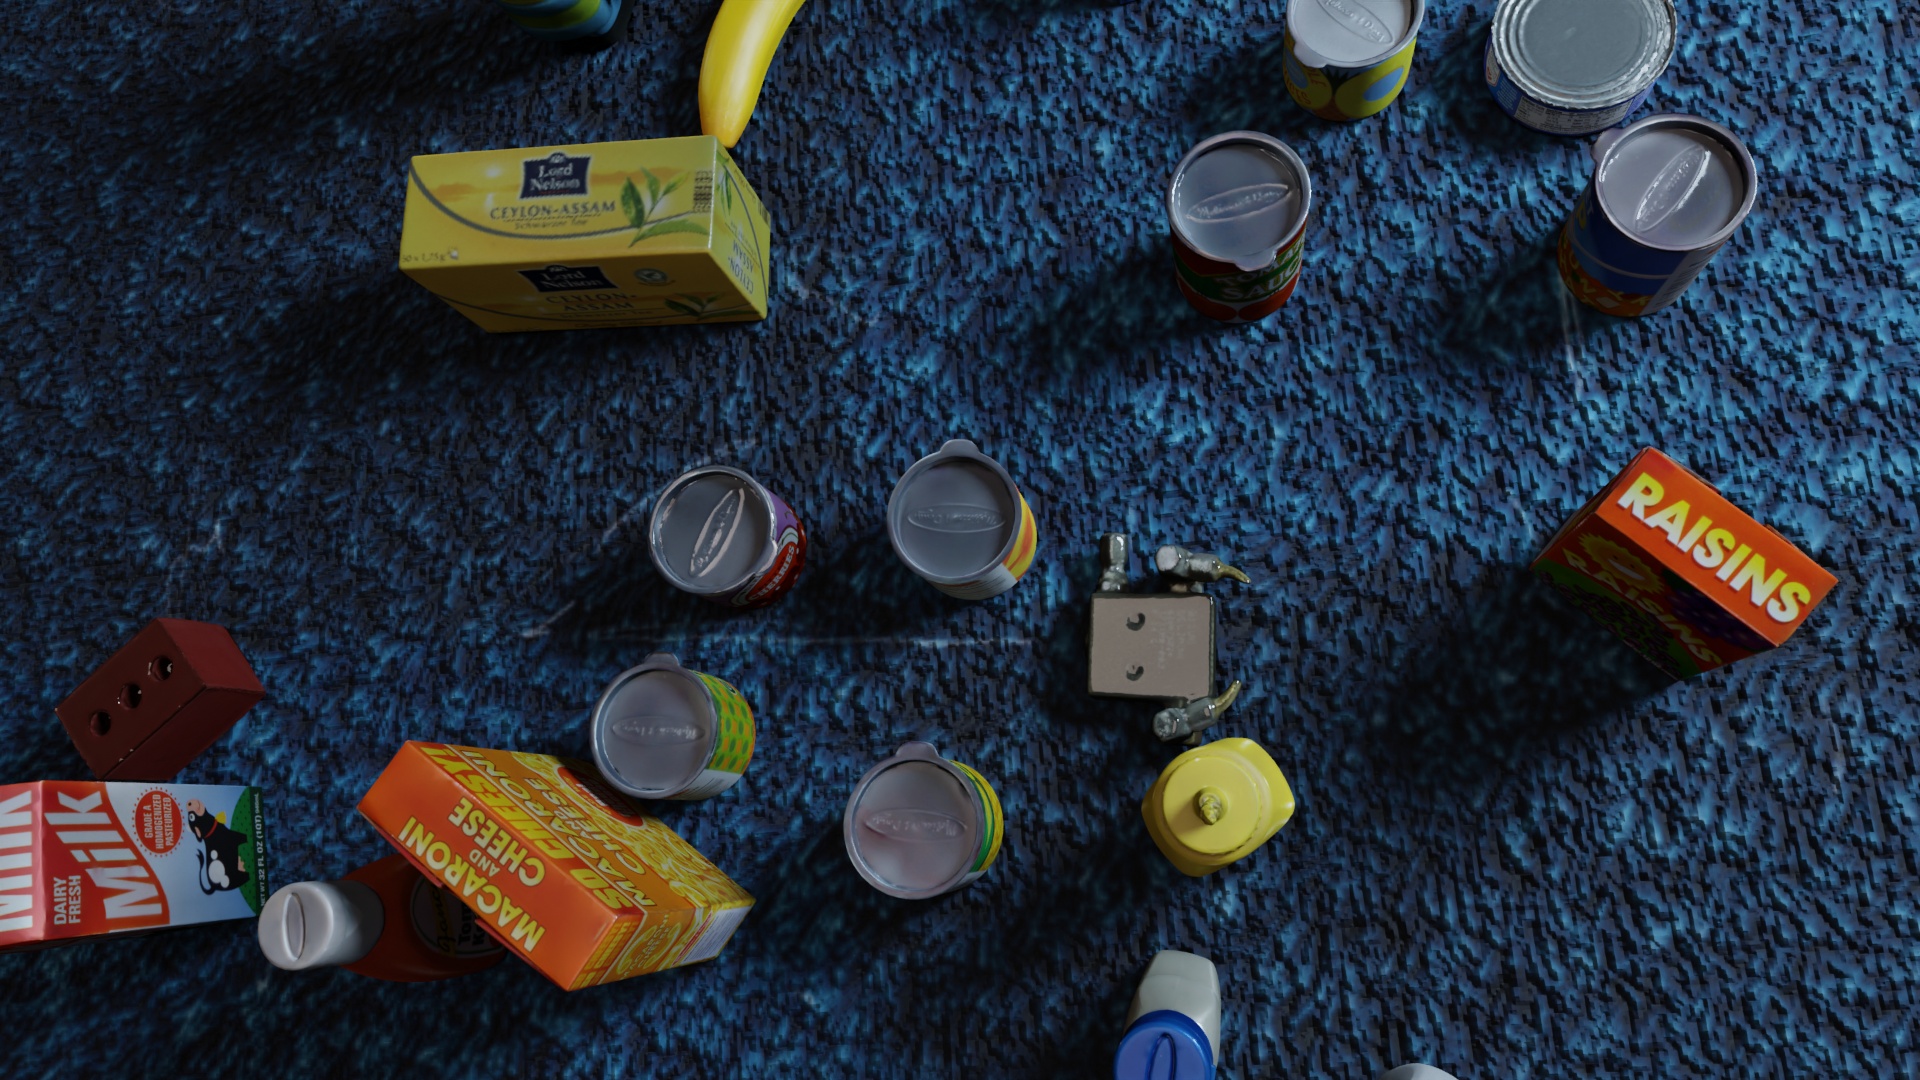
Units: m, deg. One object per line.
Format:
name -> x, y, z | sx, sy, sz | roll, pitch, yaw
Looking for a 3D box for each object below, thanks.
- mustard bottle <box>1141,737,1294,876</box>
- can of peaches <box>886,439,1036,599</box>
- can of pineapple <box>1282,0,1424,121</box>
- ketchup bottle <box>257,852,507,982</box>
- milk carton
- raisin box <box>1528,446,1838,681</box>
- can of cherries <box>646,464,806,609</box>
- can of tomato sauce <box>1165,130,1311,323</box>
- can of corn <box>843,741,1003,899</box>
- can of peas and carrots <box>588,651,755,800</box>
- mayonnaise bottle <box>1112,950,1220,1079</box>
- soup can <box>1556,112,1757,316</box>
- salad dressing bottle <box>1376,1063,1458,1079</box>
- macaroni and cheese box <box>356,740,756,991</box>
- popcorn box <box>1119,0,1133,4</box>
mustard bottle -> 0.109, 0.112, 0.590 | 0.065, 0.160, 0.049 | -35, 74, 3
can of peaches -> 0.002, -0.009, 0.691 | 0.071, 0.058, 0.071 | -2, 78, 11
can of pineapple -> 0.197, -0.255, 0.708 | 0.071, 0.058, 0.071 | -2, 78, 11
ketchup bottle -> -0.267, 0.178, 0.655 | 0.043, 0.148, 0.065 | -14, 76, 8
milk carton -> -0.429, 0.158, 0.669 | 0.073, 0.190, 0.072 | -12, 76, 9
raisin box -> 0.302, 0.014, 0.593 | 0.086, 0.123, 0.040 | 42, 89, 16
can of cherries -> -0.116, 0.002, 0.712 | 0.071, 0.058, 0.071 | -2, 78, 11
can of tomato sauce -> 0.137, -0.150, 0.683 | 0.071, 0.083, 0.071 | -2, 78, 11
can of corn -> -0.016, 0.133, 0.663 | 0.071, 0.058, 0.071 | -2, 78, 11
can of peas and carrots -> -0.143, 0.094, 0.696 | 0.071, 0.058, 0.071 | -2, 78, 11
mayonnaise bottle -> 0.087, 0.209, 0.579 | 0.041, 0.148, 0.065 | 8, 80, 13
soup can -> 0.319, -0.151, 0.647 | 0.071, 0.083, 0.071 | -2, 78, 11
salad dressing bottle -> 0.186, 0.248, 0.552 | 0.044, 0.147, 0.064 | 25, 84, 15
macaroni and cheese box -> -0.176, 0.147, 0.635 | 0.124, 0.166, 0.040 | 34, 87, 16
popcorn box -> 0.136, -0.338, 0.724 | 0.127, 0.085, 0.038 | -17, 76, 7
